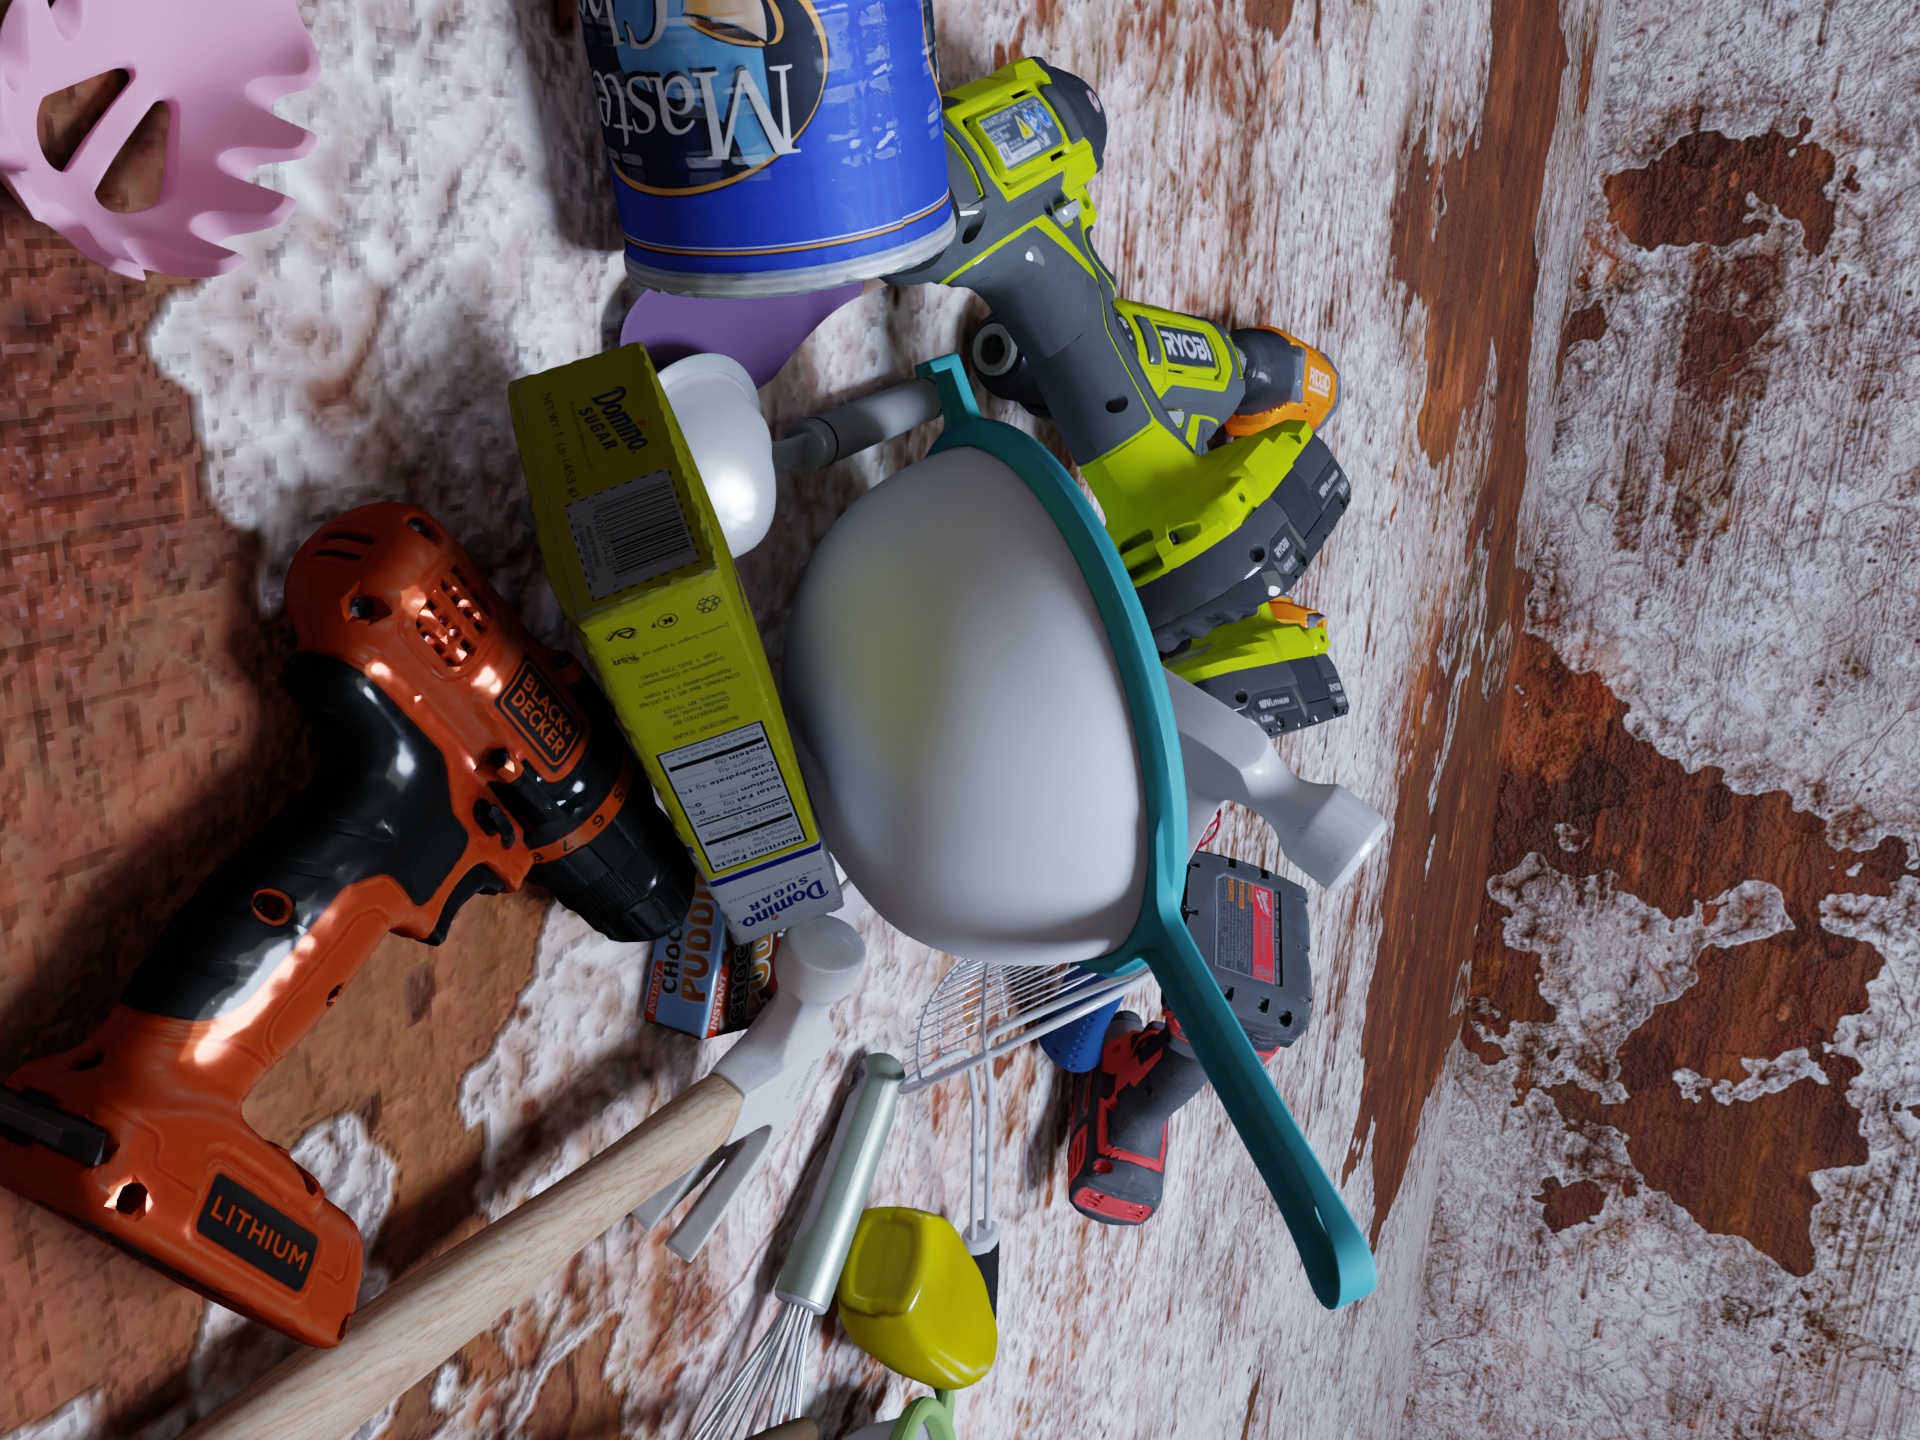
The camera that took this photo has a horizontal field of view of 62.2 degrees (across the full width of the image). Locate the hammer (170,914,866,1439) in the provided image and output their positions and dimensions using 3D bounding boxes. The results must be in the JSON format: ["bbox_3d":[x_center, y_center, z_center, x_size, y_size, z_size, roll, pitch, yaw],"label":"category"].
[{"bbox_3d":[-0.150,0.173,0.476,0.331,0.031,0.130,-28,147,-51],"label":"hammer"}]

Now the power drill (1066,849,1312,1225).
[{"bbox_3d":[0.124,0.185,0.940,0.143,0.078,0.219,-78,-172,-49],"label":"power drill"}]

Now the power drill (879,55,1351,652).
[{"bbox_3d":[0.061,-0.153,0.636,0.223,0.080,0.171,56,39,-11],"label":"power drill"}]

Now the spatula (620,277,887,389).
[{"bbox_3d":[-0.030,-0.180,0.619,0.316,0.018,0.059,-43,143,-49],"label":"spatula"}]

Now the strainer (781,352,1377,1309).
[{"bbox_3d":[0.015,0.050,0.540,0.095,0.341,0.210,-15,144,-18],"label":"strainer"}]

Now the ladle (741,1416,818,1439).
[{"bbox_3d":[-0.124,0.253,0.505,0.078,0.062,0.320,-57,158,1],"label":"ladle"}]

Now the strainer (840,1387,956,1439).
[{"bbox_3d":[-0.060,0.386,0.702,0.256,0.069,0.151,45,44,-69],"label":"strainer"}]

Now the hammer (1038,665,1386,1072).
[{"bbox_3d":[0.076,0.092,0.759,0.035,0.144,0.405,-46,165,-23],"label":"hammer"}]

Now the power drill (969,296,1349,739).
[{"bbox_3d":[0.093,-0.095,0.760,0.190,0.080,0.228,-10,81,-53],"label":"power drill"}]

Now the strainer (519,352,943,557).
[{"bbox_3d":[-0.057,-0.099,0.578,0.258,0.050,0.086,-40,150,-57],"label":"strainer"}]

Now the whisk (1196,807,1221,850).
[{"bbox_3d":[0.070,0.069,0.883,0.296,0.073,0.073,-18,117,-53],"label":"whisk"}]

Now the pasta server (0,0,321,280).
[{"bbox_3d":[-0.131,-0.228,0.376,0.060,0.040,0.316,42,60,-40],"label":"pasta server"}]

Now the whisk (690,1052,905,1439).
[{"bbox_3d":[-0.073,0.259,0.688,0.246,0.059,0.057,-70,-170,-26],"label":"whisk"}]

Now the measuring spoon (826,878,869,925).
[{"bbox_3d":[-0.033,0.073,0.716,0.124,0.018,0.034,-43,137,-49],"label":"measuring spoon"}]

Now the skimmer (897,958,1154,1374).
[{"bbox_3d":[0.027,0.239,0.788,0.127,0.090,0.363,-21,132,-27],"label":"skimmer"}]

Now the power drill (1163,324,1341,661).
[{"bbox_3d":[0.184,-0.134,1.006,0.164,0.084,0.226,-6,101,-62],"label":"power drill"}]
